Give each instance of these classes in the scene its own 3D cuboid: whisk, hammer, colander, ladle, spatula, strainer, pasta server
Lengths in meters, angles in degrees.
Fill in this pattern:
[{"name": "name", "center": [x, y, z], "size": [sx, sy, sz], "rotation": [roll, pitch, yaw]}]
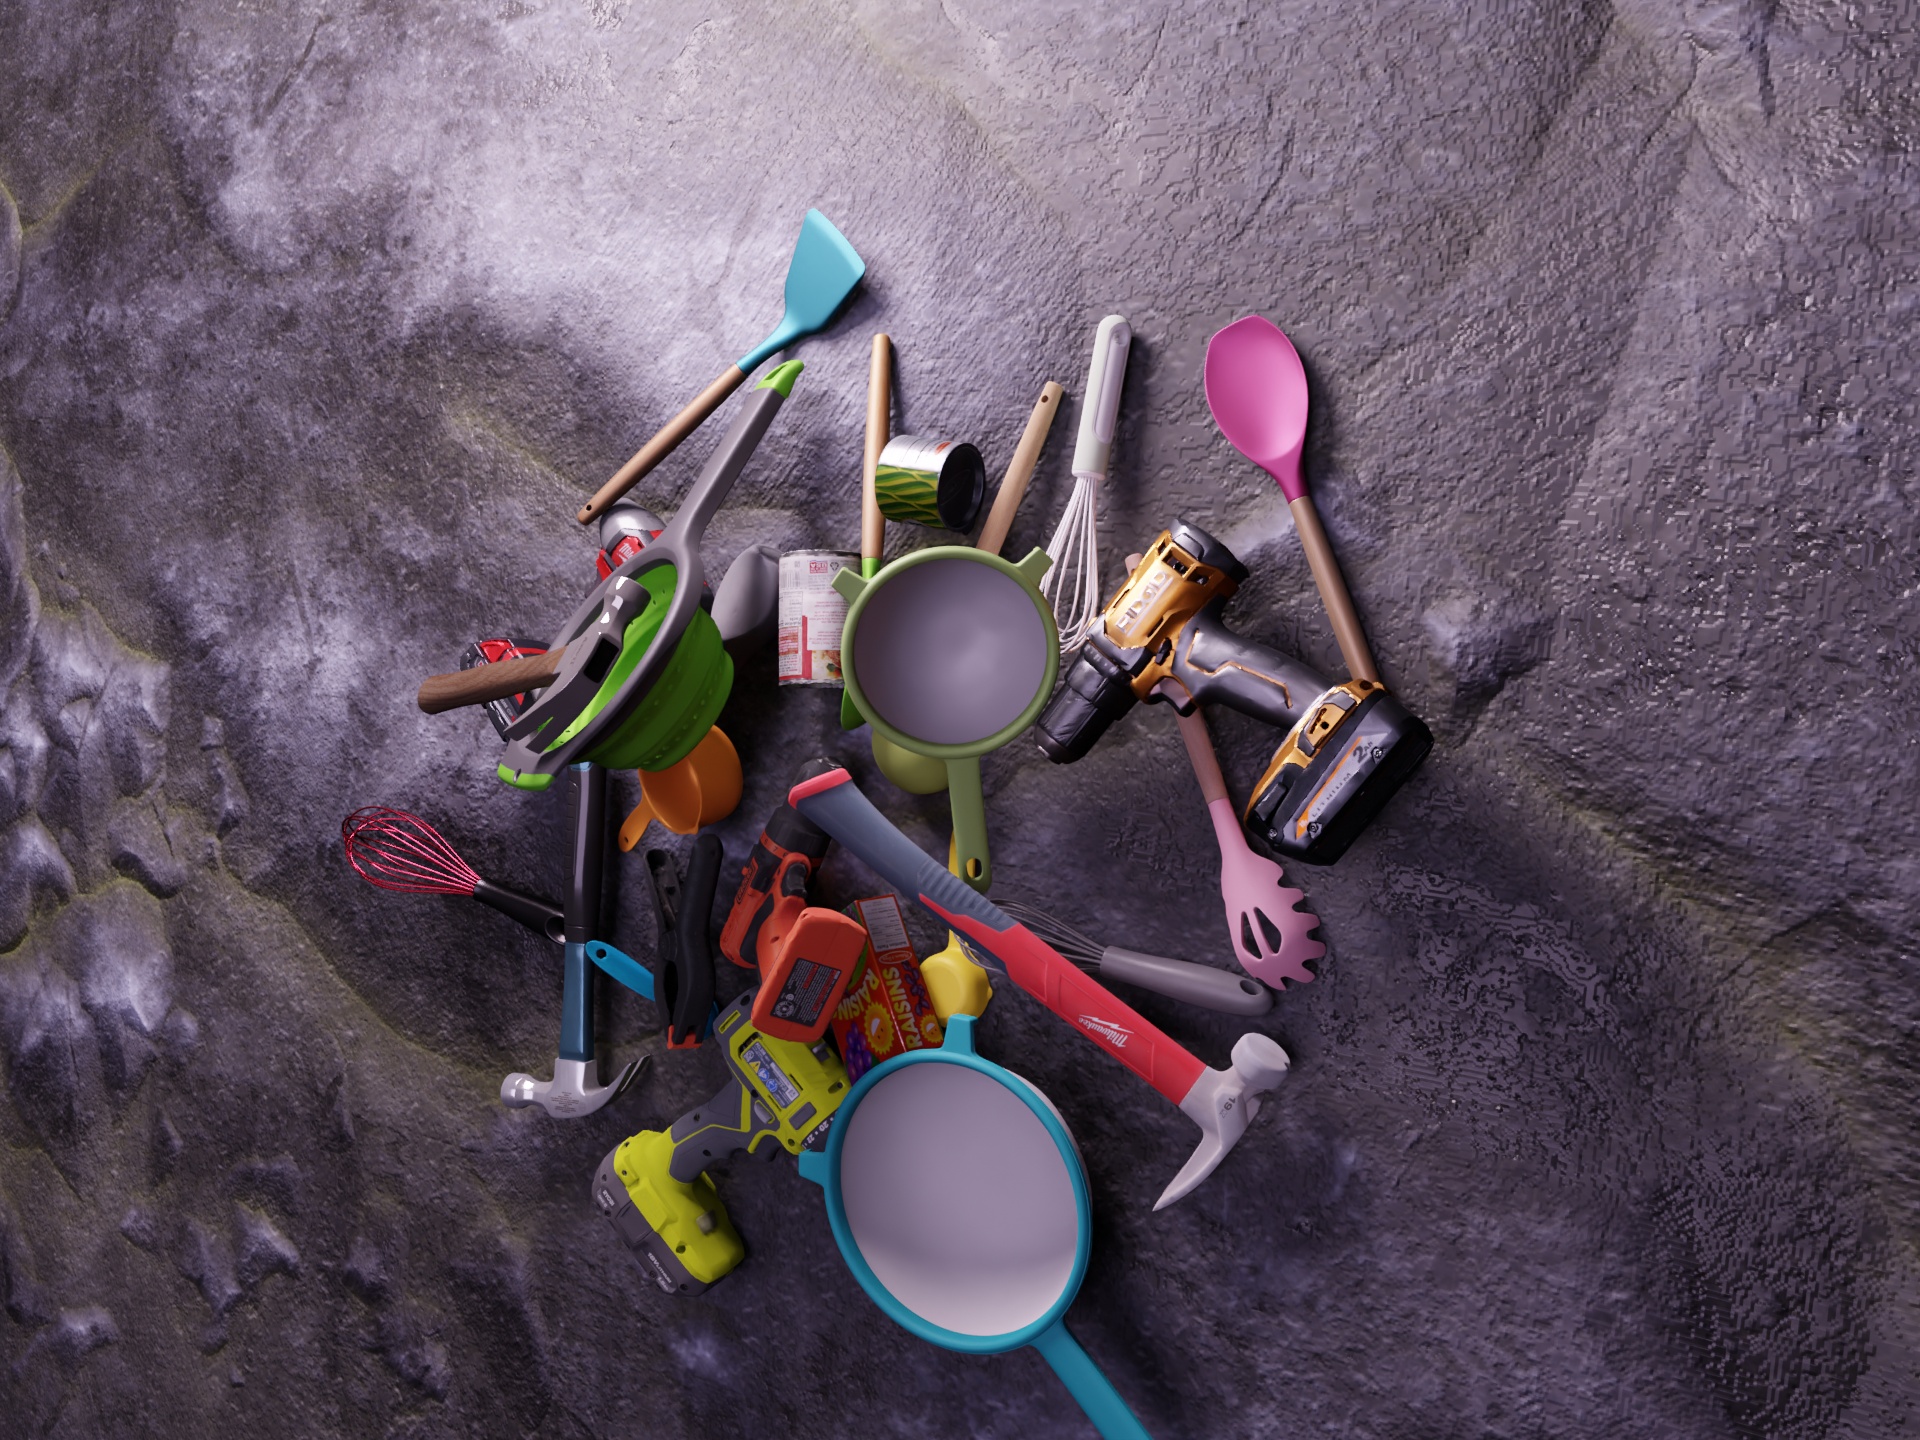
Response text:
[{"name": "whisk", "center": [0.103, 0.170, 1.113], "size": [0.239, 0.055, 0.055], "rotation": [11, 94, 26]}, {"name": "hammer", "center": [-0.322, 0.173, 1.345], "size": [0.128, 0.033, 0.331], "rotation": [4, 93, 18]}, {"name": "whisk", "center": [0.090, -0.167, 1.129], "size": [0.059, 0.057, 0.246], "rotation": [10, 90, 60]}, {"name": "colander", "center": [-0.201, -0.098, 1.224], "size": [0.205, 0.094, 0.397], "rotation": [6, 63, 56]}, {"name": "ladle", "center": [0.015, -0.096, 1.180], "size": [0.078, 0.062, 0.320], "rotation": [25, 94, 32]}, {"name": "whisk", "center": [-0.445, 0.145, 1.429], "size": [0.296, 0.073, 0.073], "rotation": [19, 98, 23]}, {"name": "hammer", "center": [0.030, 0.171, 1.102], "size": [0.386, 0.038, 0.143], "rotation": [36, 114, 13]}, {"name": "hammer", "center": [-0.352, -0.030, 1.234], "size": [0.331, 0.031, 0.130], "rotation": [-7, 52, 52]}, {"name": "spatula", "center": [-0.201, -0.271, 1.282], "size": [0.317, 0.044, 0.082], "rotation": [-42, 67, 10]}, {"name": "strainer", "center": [0.052, 0.376, 1.113], "size": [0.211, 0.095, 0.340], "rotation": [-46, 73, 24]}, {"name": "pasta server", "center": [0.171, 0.030, 1.089], "size": [0.060, 0.040, 0.316], "rotation": [-25, 72, 27]}, {"name": "strainer", "center": [-0.002, -0.004, 1.131], "size": [0.151, 0.069, 0.256], "rotation": [-6, 108, 0]}]

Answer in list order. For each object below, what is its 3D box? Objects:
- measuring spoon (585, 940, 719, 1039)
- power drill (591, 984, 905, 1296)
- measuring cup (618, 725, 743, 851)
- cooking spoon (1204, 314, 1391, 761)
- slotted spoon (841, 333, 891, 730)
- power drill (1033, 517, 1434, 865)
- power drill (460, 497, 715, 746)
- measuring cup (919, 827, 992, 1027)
[{"name": "measuring spoon", "center": [-0.255, 0.221, 1.313], "size": [0.128, 0.021, 0.042], "rotation": [33, 69, 6]}, {"name": "power drill", "center": [-0.164, 0.345, 1.246], "size": [0.228, 0.080, 0.191], "rotation": [-46, 76, 19]}, {"name": "measuring cup", "center": [-0.235, 0.063, 1.317], "size": [0.095, 0.052, 0.173], "rotation": [59, 140, 12]}, {"name": "cooking spoon", "center": [0.234, -0.123, 1.058], "size": [0.069, 0.017, 0.319], "rotation": [-23, 77, 26]}, {"name": "slotted spoon", "center": [-0.066, -0.146, 1.203], "size": [0.031, 0.070, 0.314], "rotation": [0, 78, 9]}, {"name": "power drill", "center": [0.165, 0.000, 1.034], "size": [0.226, 0.084, 0.185], "rotation": [44, 101, 29]}, {"name": "power drill", "center": [-0.315, -0.082, 1.347], "size": [0.219, 0.078, 0.143], "rotation": [-42, 70, 19]}, {"name": "measuring cup", "center": [-0.007, 0.152, 1.184], "size": [0.062, 0.029, 0.156], "rotation": [4, 94, 30]}]
